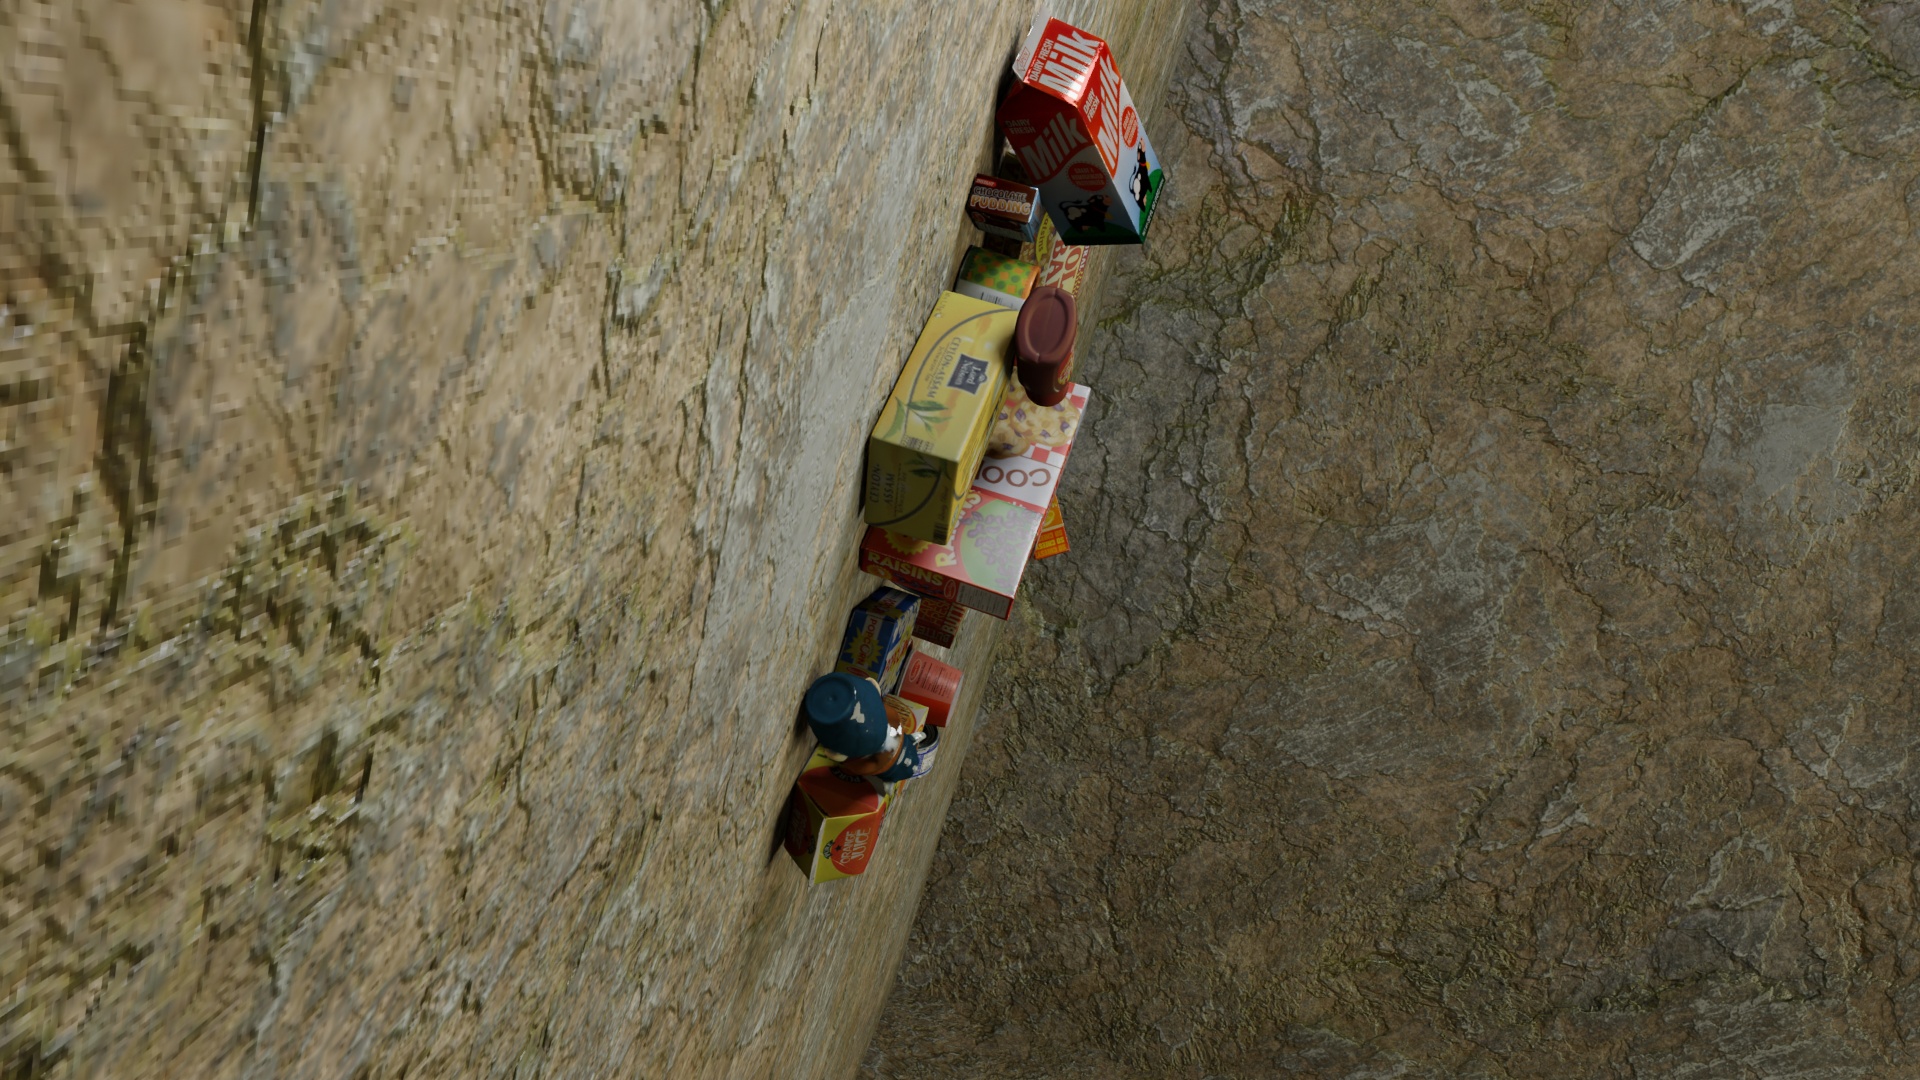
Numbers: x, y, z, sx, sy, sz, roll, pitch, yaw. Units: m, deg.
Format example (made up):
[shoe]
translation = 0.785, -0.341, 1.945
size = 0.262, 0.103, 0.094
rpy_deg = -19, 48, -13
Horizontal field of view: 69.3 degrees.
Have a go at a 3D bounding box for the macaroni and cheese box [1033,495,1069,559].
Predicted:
[macaroni and cheese box]
translation = 0.060, -0.080, 1.366
size = 0.124, 0.040, 0.165
rpy_deg = -107, -179, -67

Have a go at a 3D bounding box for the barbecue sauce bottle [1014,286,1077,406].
[barbecue sauce bottle]
translation = 0.065, -0.140, 1.062
size = 0.148, 0.044, 0.065
rpy_deg = 73, 31, -78

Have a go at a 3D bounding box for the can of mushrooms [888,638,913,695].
[can of mushrooms]
translation = -0.069, 0.116, 1.300
size = 0.071, 0.033, 0.071
rpy_deg = 14, 93, -84

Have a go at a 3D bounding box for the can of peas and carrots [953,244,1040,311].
[can of peas and carrots]
translation = 0.029, -0.202, 1.130
size = 0.071, 0.059, 0.071
rpy_deg = 14, 94, -85

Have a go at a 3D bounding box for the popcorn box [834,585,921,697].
[popcorn box]
translation = -0.072, 0.092, 1.179
size = 0.127, 0.038, 0.085
rpy_deg = -42, 150, -79

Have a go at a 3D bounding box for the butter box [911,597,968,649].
[butter box]
translation = -0.018, 0.073, 1.552
size = 0.104, 0.053, 0.024
rpy_deg = -65, 173, -48

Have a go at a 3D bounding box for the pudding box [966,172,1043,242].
[pudding box]
translation = 0.036, -0.255, 1.073
size = 0.084, 0.050, 0.030
rpy_deg = -16, 123, -83

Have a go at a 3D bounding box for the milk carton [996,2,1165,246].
[milk carton]
translation = 0.089, -0.317, 1.075
size = 0.190, 0.073, 0.072
rpy_deg = 52, 52, -48

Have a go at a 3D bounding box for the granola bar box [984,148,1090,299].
[granola bar box]
translation = 0.073, -0.269, 1.218
size = 0.125, 0.039, 0.164
rpy_deg = -33, 146, -44

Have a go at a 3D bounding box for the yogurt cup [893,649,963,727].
[yogurt cup]
translation = -0.030, 0.141, 1.298
size = 0.072, 0.054, 0.072
rpy_deg = 14, 94, -84

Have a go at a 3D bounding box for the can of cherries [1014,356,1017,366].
[can of cherries]
translation = 0.073, -0.216, 1.435
size = 0.072, 0.071, 0.058
rpy_deg = -62, 169, -59

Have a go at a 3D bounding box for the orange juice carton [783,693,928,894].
[orange juice carton]
translation = -0.092, 0.208, 1.169
size = 0.194, 0.073, 0.071
rpy_deg = -62, 168, -59

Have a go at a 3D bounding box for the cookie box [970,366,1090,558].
[cookie box]
translation = 0.029, -0.076, 1.190
size = 0.040, 0.123, 0.168
rpy_deg = 98, 11, -56

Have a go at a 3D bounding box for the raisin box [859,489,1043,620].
[raisin box]
translation = -0.007, 0.002, 1.088
size = 0.040, 0.123, 0.086
rpy_deg = 102, 9, -57

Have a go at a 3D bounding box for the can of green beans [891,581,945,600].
[can of green beans]
translation = -0.027, 0.013, 1.222
size = 0.071, 0.071, 0.058
rpy_deg = 93, 16, -69
